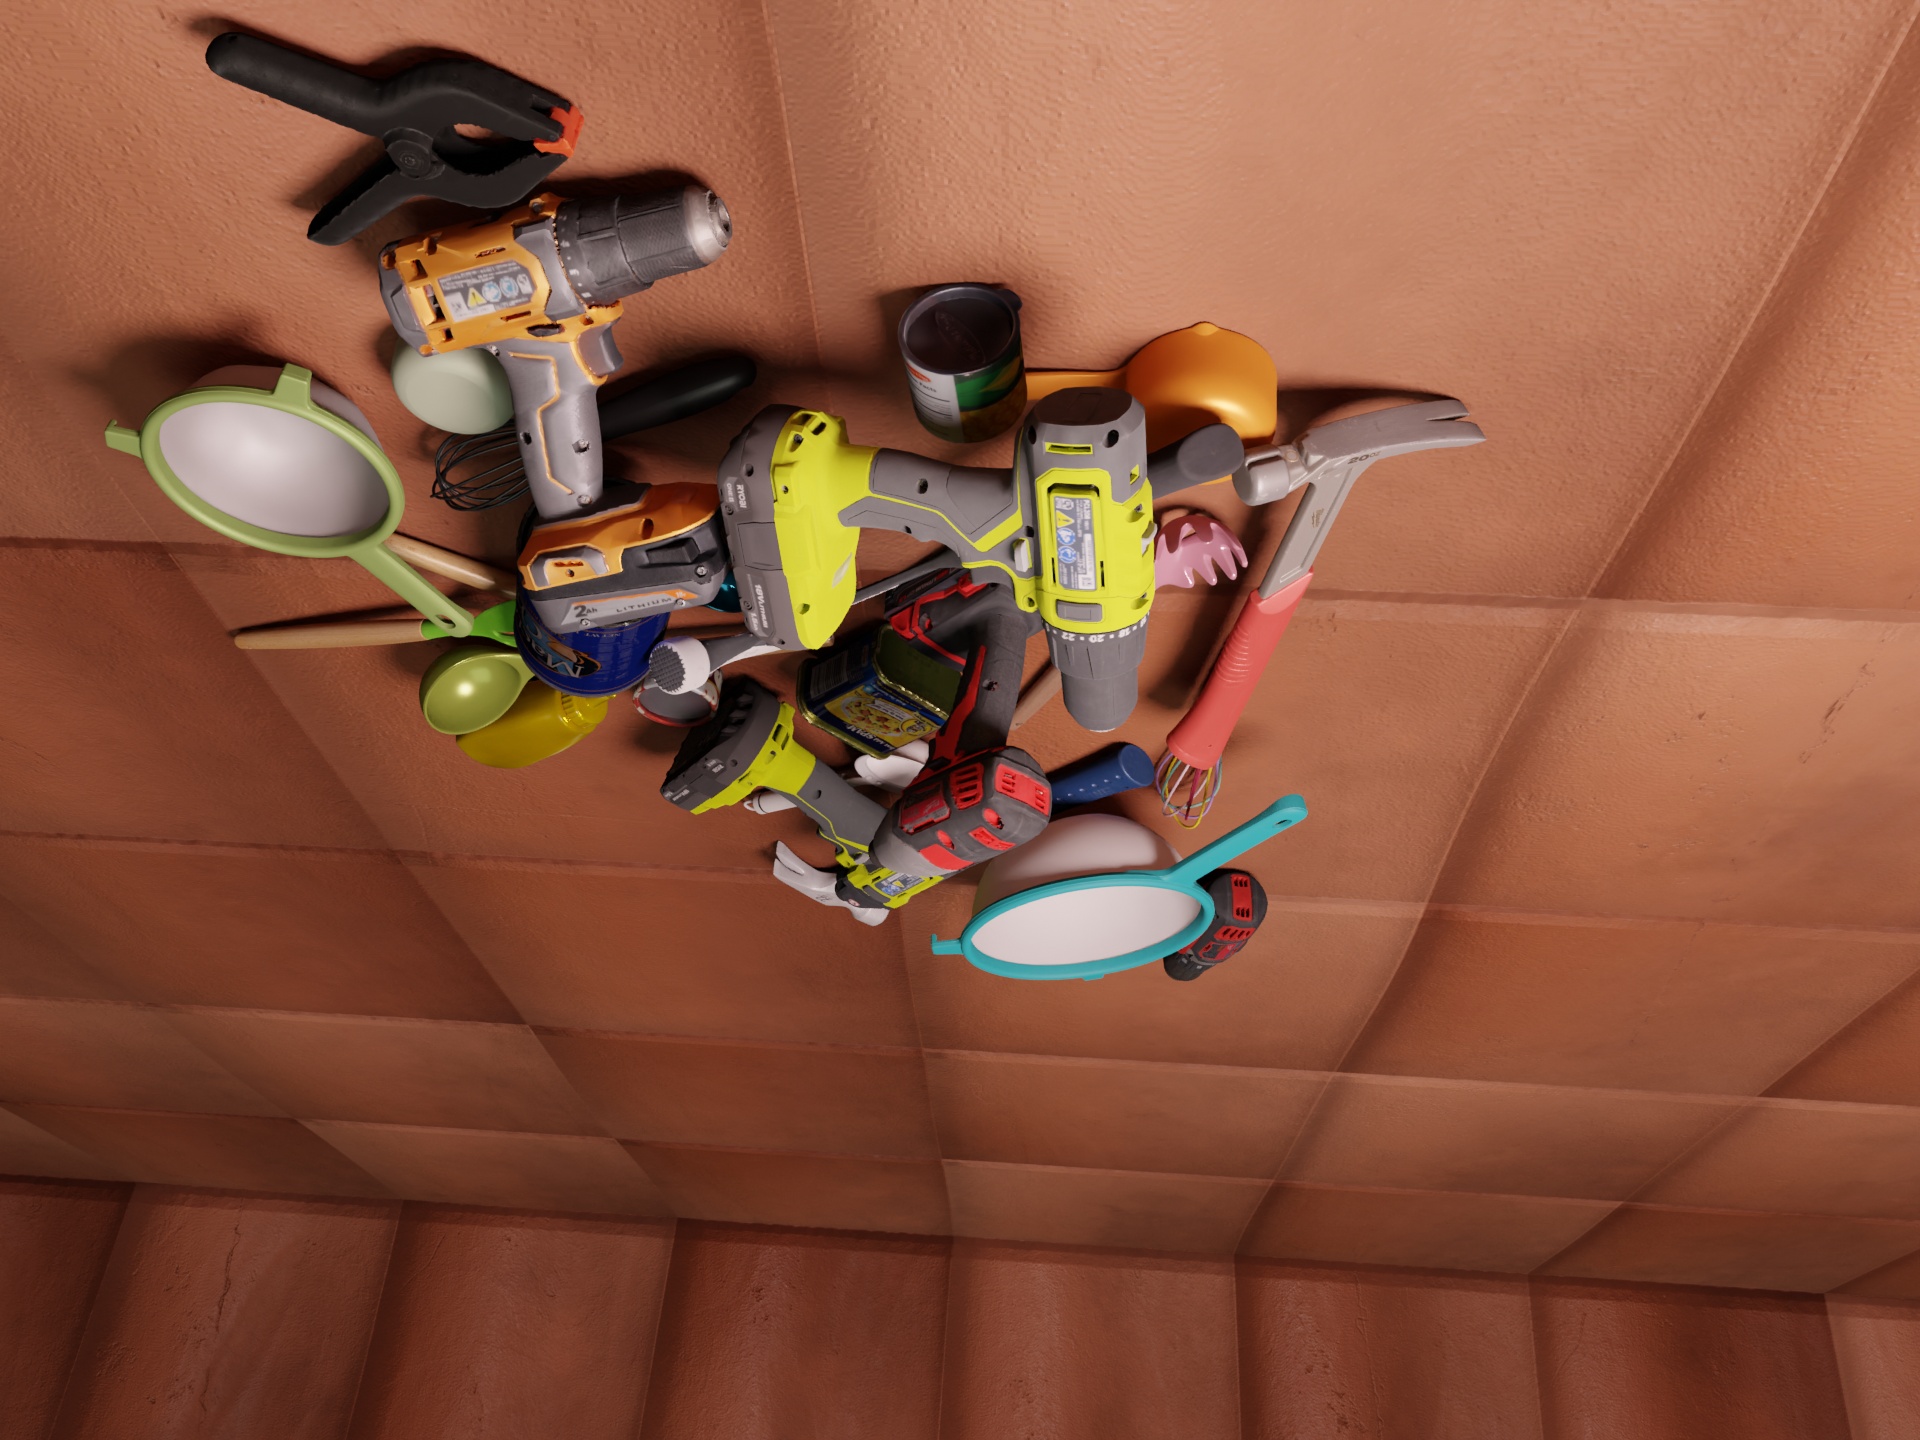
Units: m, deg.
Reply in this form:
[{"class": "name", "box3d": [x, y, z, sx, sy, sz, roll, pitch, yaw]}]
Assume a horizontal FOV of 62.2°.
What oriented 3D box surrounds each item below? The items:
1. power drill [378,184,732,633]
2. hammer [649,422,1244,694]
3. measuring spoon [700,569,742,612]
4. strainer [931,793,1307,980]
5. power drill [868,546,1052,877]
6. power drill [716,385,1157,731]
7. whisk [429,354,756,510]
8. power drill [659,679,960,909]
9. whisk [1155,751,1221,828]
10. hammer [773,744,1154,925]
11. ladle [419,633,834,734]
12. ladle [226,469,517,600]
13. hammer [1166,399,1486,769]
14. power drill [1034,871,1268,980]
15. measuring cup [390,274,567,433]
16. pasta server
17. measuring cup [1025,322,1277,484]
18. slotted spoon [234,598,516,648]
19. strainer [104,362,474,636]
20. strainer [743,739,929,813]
[{"class": "power drill", "box3d": [-0.188, -0.173, 0.866, 0.185, 0.084, 0.226, -11, 119, 12]}, {"class": "hammer", "box3d": [-0.009, -0.097, 0.975, 0.409, 0.036, 0.149, -18, -176, 37]}, {"class": "measuring spoon", "box3d": [-0.203, -0.093, 1.133, 0.129, 0.021, 0.042, -1, 151, 28]}, {"class": "strainer", "box3d": [0.139, 0.108, 1.287, 0.210, 0.095, 0.340, 16, 142, -36]}, {"class": "power drill", "box3d": [-0.002, -0.003, 1.048, 0.078, 0.220, 0.143, 27, 143, -33]}, {"class": "power drill", "box3d": [-0.005, -0.087, 0.869, 0.228, 0.080, 0.190, 7, 126, 19]}, {"class": "whisk", "box3d": [-0.226, -0.176, 0.965, 0.239, 0.055, 0.055, -15, 145, 21]}, {"class": "power drill", "box3d": [-0.120, 0.074, 1.284, 0.223, 0.080, 0.171, 35, 144, -18]}, {"class": "whisk", "box3d": [0.196, 0.013, 1.226, 0.051, 0.047, 0.244, 8, 146, -3]}, {"class": "hammer", "box3d": [-0.002, 0.099, 1.404, 0.144, 0.035, 0.405, 29, 142, -35]}, {"class": "ladle", "box3d": [-0.248, -0.035, 1.173, 0.320, 0.062, 0.078, -5, 152, 12]}, {"class": "ladle", "box3d": [-0.376, -0.115, 1.104, 0.315, 0.031, 0.069, 20, 154, -27]}, {"class": "hammer", "box3d": [0.207, -0.071, 1.036, 0.149, 0.037, 0.358, -14, 153, -15]}, {"class": "power drill", "box3d": [0.159, 0.195, 1.509, 0.226, 0.080, 0.187, 7, 150, -9]}, {"class": "measuring cup", "box3d": [-0.261, -0.212, 0.909, 0.167, 0.038, 0.083, -17, 143, 36]}, {"class": "pasta server", "box3d": [0.101, -0.058, 1.122, 0.060, 0.040, 0.316, 7, 152, -22]}, {"class": "measuring cup", "box3d": [0.095, -0.174, 0.910, 0.173, 0.052, 0.095, 0, 149, 4]}, {"class": "slotted spoon", "box3d": [-0.412, -0.065, 1.173, 0.314, 0.031, 0.070, -1, 162, 22]}, {"class": "strainer", "box3d": [-0.391, -0.145, 1.013, 0.151, 0.069, 0.256, -11, 147, 20]}, {"class": "strainer", "box3d": [-0.093, 0.050, 1.332, 0.258, 0.050, 0.086, -14, 144, 38]}]
